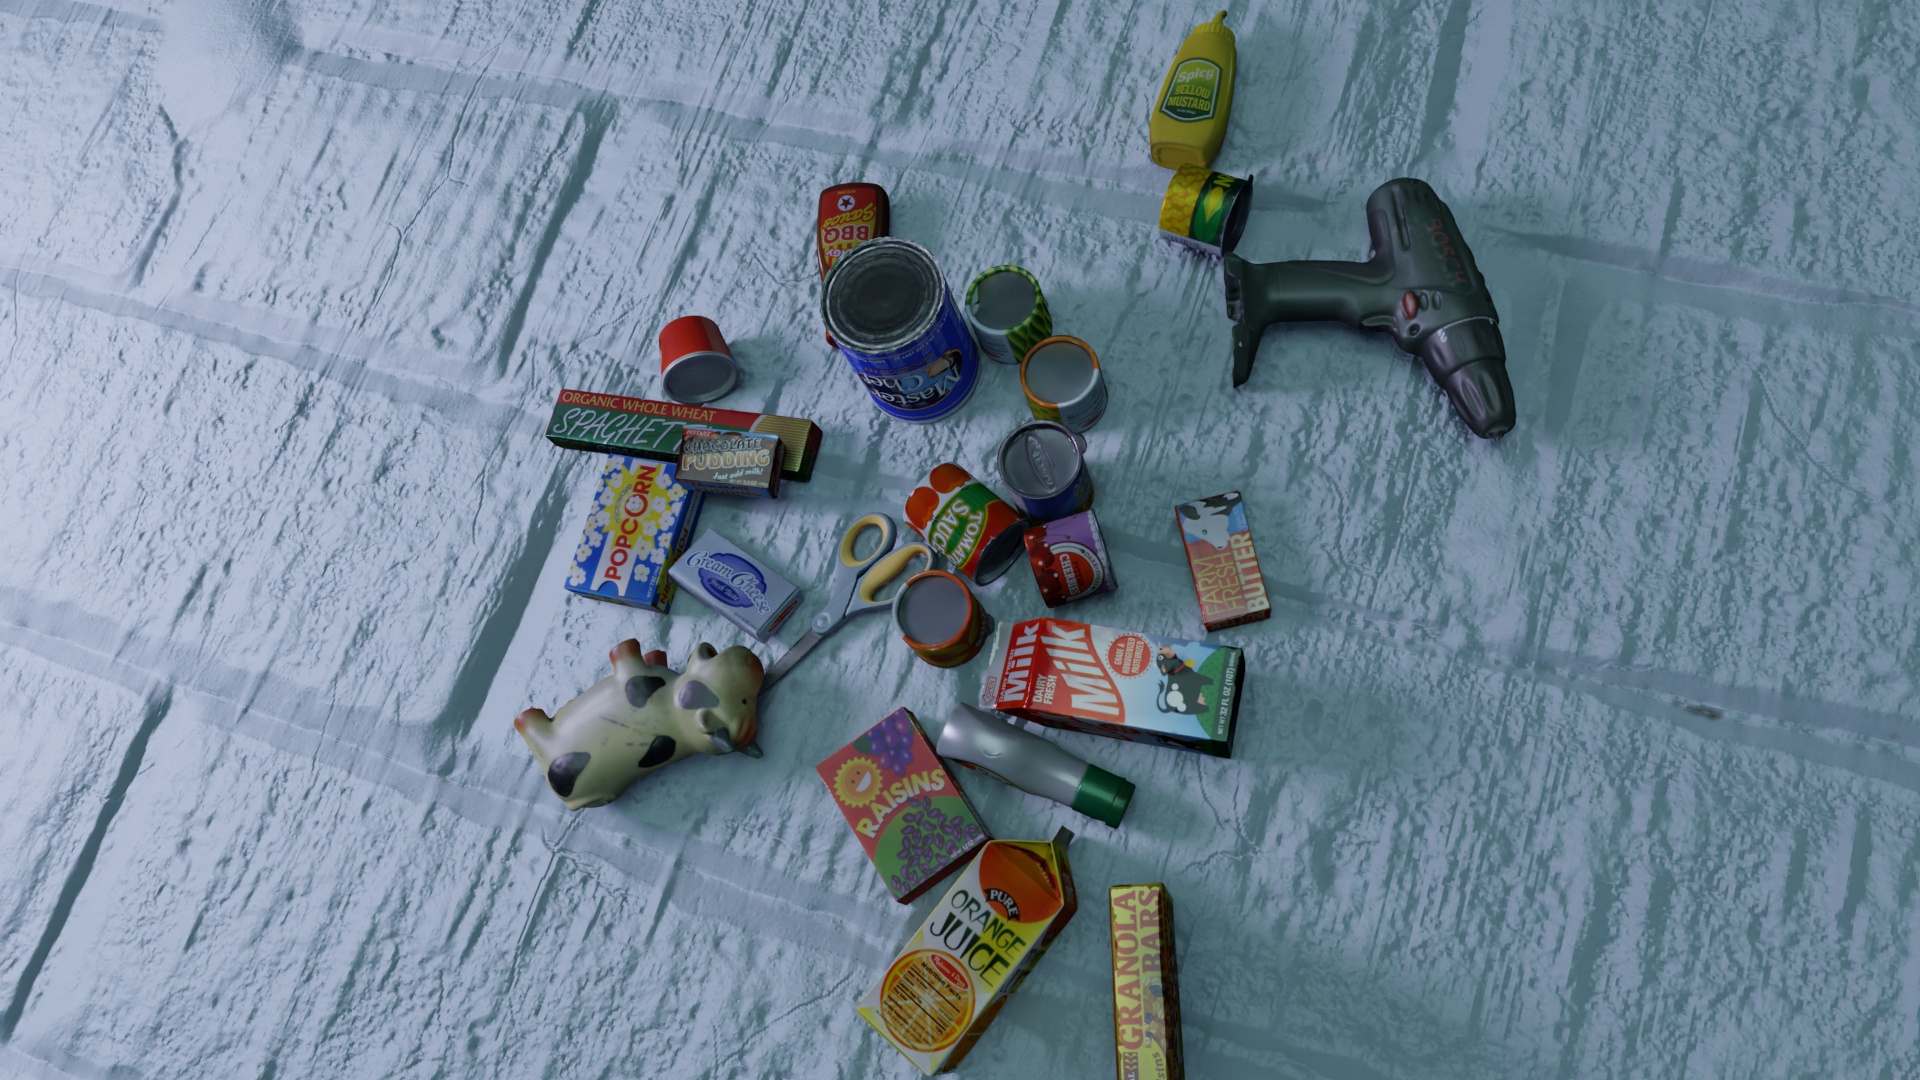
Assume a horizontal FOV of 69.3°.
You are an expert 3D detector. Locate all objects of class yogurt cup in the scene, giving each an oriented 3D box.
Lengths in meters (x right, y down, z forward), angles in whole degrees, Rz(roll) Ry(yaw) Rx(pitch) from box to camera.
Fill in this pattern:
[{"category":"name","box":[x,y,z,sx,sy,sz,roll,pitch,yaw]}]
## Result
[{"category":"yogurt cup","box":[-0.234,-0.161,1.224,0.072,0.072,0.054,-22,60,4]}]

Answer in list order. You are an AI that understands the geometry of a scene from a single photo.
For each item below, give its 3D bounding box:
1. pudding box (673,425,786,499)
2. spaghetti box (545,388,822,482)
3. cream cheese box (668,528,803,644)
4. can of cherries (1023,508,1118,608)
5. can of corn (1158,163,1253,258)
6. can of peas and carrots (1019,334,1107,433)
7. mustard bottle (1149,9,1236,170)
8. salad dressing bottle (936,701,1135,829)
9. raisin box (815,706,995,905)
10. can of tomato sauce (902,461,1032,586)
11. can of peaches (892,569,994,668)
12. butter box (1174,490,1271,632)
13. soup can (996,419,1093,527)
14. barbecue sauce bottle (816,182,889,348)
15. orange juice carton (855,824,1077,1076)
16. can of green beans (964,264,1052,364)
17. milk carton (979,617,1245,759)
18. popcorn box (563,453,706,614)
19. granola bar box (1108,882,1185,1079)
[{"category":"pudding box","box":[-0.192,-0.066,1.161,0.084,0.030,0.050,7,73,8]},{"category":"spaghetti box","box":[-0.246,-0.093,1.220,0.250,0.028,0.050,8,72,15]},{"category":"cream cheese box","box":[-0.188,0.037,1.157,0.104,0.024,0.053,32,66,21]},{"category":"can of cherries","box":[0.086,0.015,1.083,0.058,0.071,0.072,-17,68,7]},{"category":"can of corn","box":[0.206,-0.279,1.162,0.058,0.071,0.071,22,77,20]},{"category":"can of peas and carrots","box":[0.083,-0.129,1.142,0.071,0.058,0.071,-4,70,11]},{"category":"mustard bottle","box":[0.210,-0.401,1.215,0.065,0.048,0.160,12,74,15]},{"category":"salad dressing bottle","box":[0.057,0.170,1.043,0.148,0.064,0.044,22,85,11]},{"category":"raisin box","box":[-0.042,0.202,1.063,0.086,0.040,0.123,-35,68,0]},{"category":"can of tomato sauce","box":[0.004,-0.014,1.113,0.083,0.071,0.071,40,84,22]},{"category":"can of peaches","box":[-0.014,0.062,1.096,0.071,0.058,0.071,-4,70,12]},{"category":"butter box","box":[0.204,0.016,1.081,0.053,0.024,0.104,-13,69,7]},{"category":"soup can","box":[0.072,-0.050,1.103,0.071,0.083,0.071,-4,71,11]},{"category":"barbecue sauce bottle","box":[-0.097,-0.243,1.232,0.065,0.043,0.149,-3,71,12]},{"category":"orange juice carton","box":[0.019,0.285,1.002,0.073,0.071,0.193,36,82,21]},{"category":"can of green beans","box":[0.041,-0.191,1.174,0.071,0.057,0.071,-4,70,11]},{"category":"milk carton","box":[0.112,0.108,1.043,0.190,0.073,0.072,9,74,16]},{"category":"popcorn box","box":[-0.276,-0.007,1.191,0.085,0.038,0.127,10,73,15]},{"category":"granola bar box","box":[0.127,0.321,0.936,0.039,0.124,0.166,-5,70,10]}]
